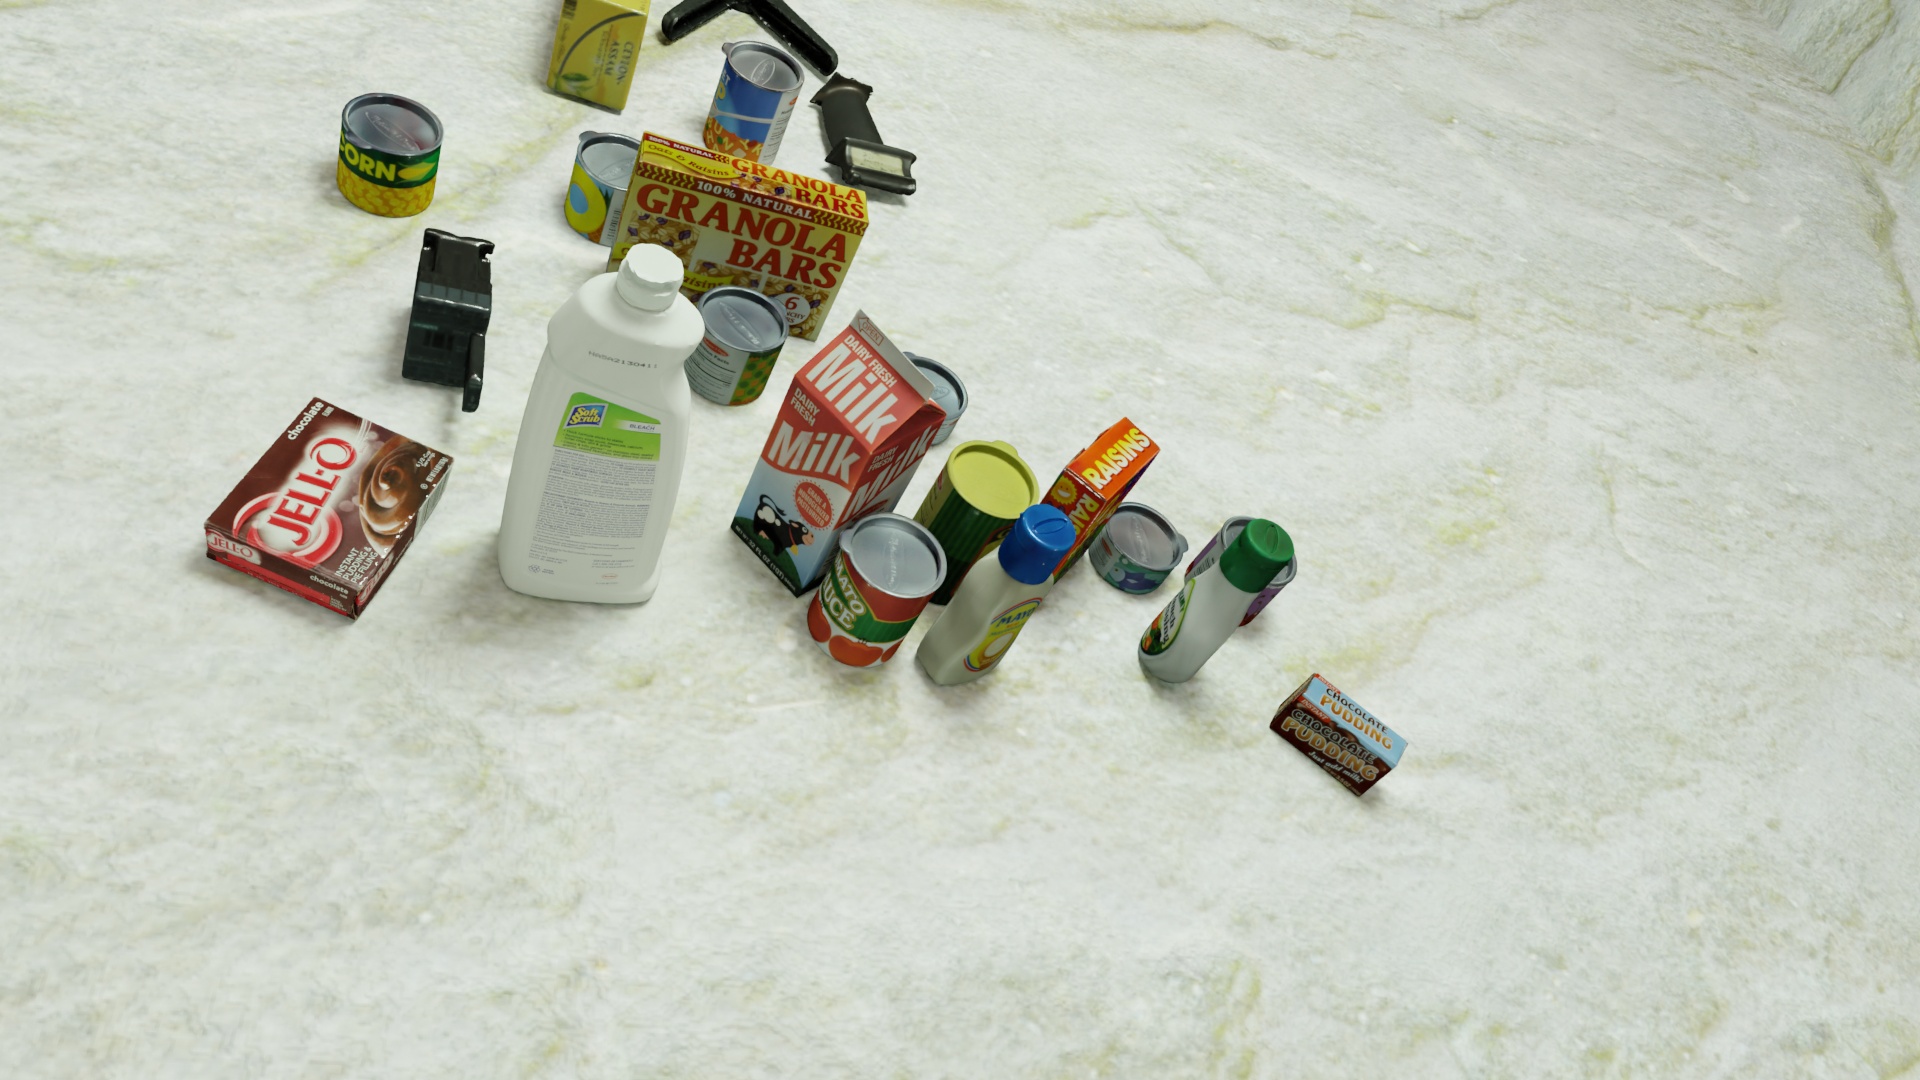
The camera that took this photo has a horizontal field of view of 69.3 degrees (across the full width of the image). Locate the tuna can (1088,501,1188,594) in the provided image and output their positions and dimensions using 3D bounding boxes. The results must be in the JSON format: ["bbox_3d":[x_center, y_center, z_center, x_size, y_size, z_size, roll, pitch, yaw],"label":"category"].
[{"bbox_3d":[0.135,0.006,1.053,0.071,0.032,0.071,15,47,-17],"label":"tuna can"}]

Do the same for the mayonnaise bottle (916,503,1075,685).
[{"bbox_3d":[0.025,0.036,0.885,0.065,0.147,0.041,-16,62,-38],"label":"mayonnaise bottle"}]

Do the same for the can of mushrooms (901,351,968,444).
[{"bbox_3d":[-0.032,-0.108,1.060,0.071,0.033,0.071,15,47,-17],"label":"can of mushrooms"}]

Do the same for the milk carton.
[{"bbox_3d":[-0.074,-0.056,0.880,0.072,0.189,0.074,46,46,13],"label":"milk carton"}]

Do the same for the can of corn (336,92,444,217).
[{"bbox_3d":[-0.404,-0.270,0.977,0.071,0.058,0.071,15,47,-17],"label":"can of corn"}]

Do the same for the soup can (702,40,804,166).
[{"bbox_3d":[-0.177,-0.366,1.168,0.071,0.083,0.072,15,47,-17],"label":"soup can"}]

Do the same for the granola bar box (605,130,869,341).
[{"bbox_3d":[-0.166,-0.220,1.018,0.166,0.123,0.039,11,48,-21],"label":"granola bar box"}]

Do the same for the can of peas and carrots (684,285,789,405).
[{"bbox_3d":[-0.162,-0.141,0.999,0.071,0.058,0.071,15,47,-17],"label":"can of peas and carrots"}]

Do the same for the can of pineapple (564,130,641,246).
[{"bbox_3d":[-0.263,-0.266,1.052,0.071,0.057,0.071,15,47,-17],"label":"can of pineapple"}]

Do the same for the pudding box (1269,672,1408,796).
[{"bbox_3d":[0.272,0.140,1.001,0.084,0.049,0.030,38,45,6],"label":"pudding box"}]

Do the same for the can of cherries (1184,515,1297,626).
[{"bbox_3d":[0.216,0.024,1.064,0.071,0.058,0.072,15,47,-17],"label":"can of cherries"}]

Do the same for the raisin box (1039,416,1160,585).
[{"bbox_3d":[0.081,-0.020,0.982,0.040,0.122,0.086,41,45,9],"label":"raisin box"}]

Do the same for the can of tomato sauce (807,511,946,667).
[{"bbox_3d":[-0.057,0.033,0.889,0.071,0.082,0.071,15,47,-17],"label":"can of tomato sauce"}]

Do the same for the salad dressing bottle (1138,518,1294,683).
[{"bbox_3d":[0.177,0.042,0.963,0.044,0.146,0.064,27,45,-6],"label":"salad dressing bottle"}]

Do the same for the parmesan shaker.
[{"bbox_3d":[0.003,-0.012,0.946,0.071,0.102,0.072,15,47,-17],"label":"parmesan shaker"}]
